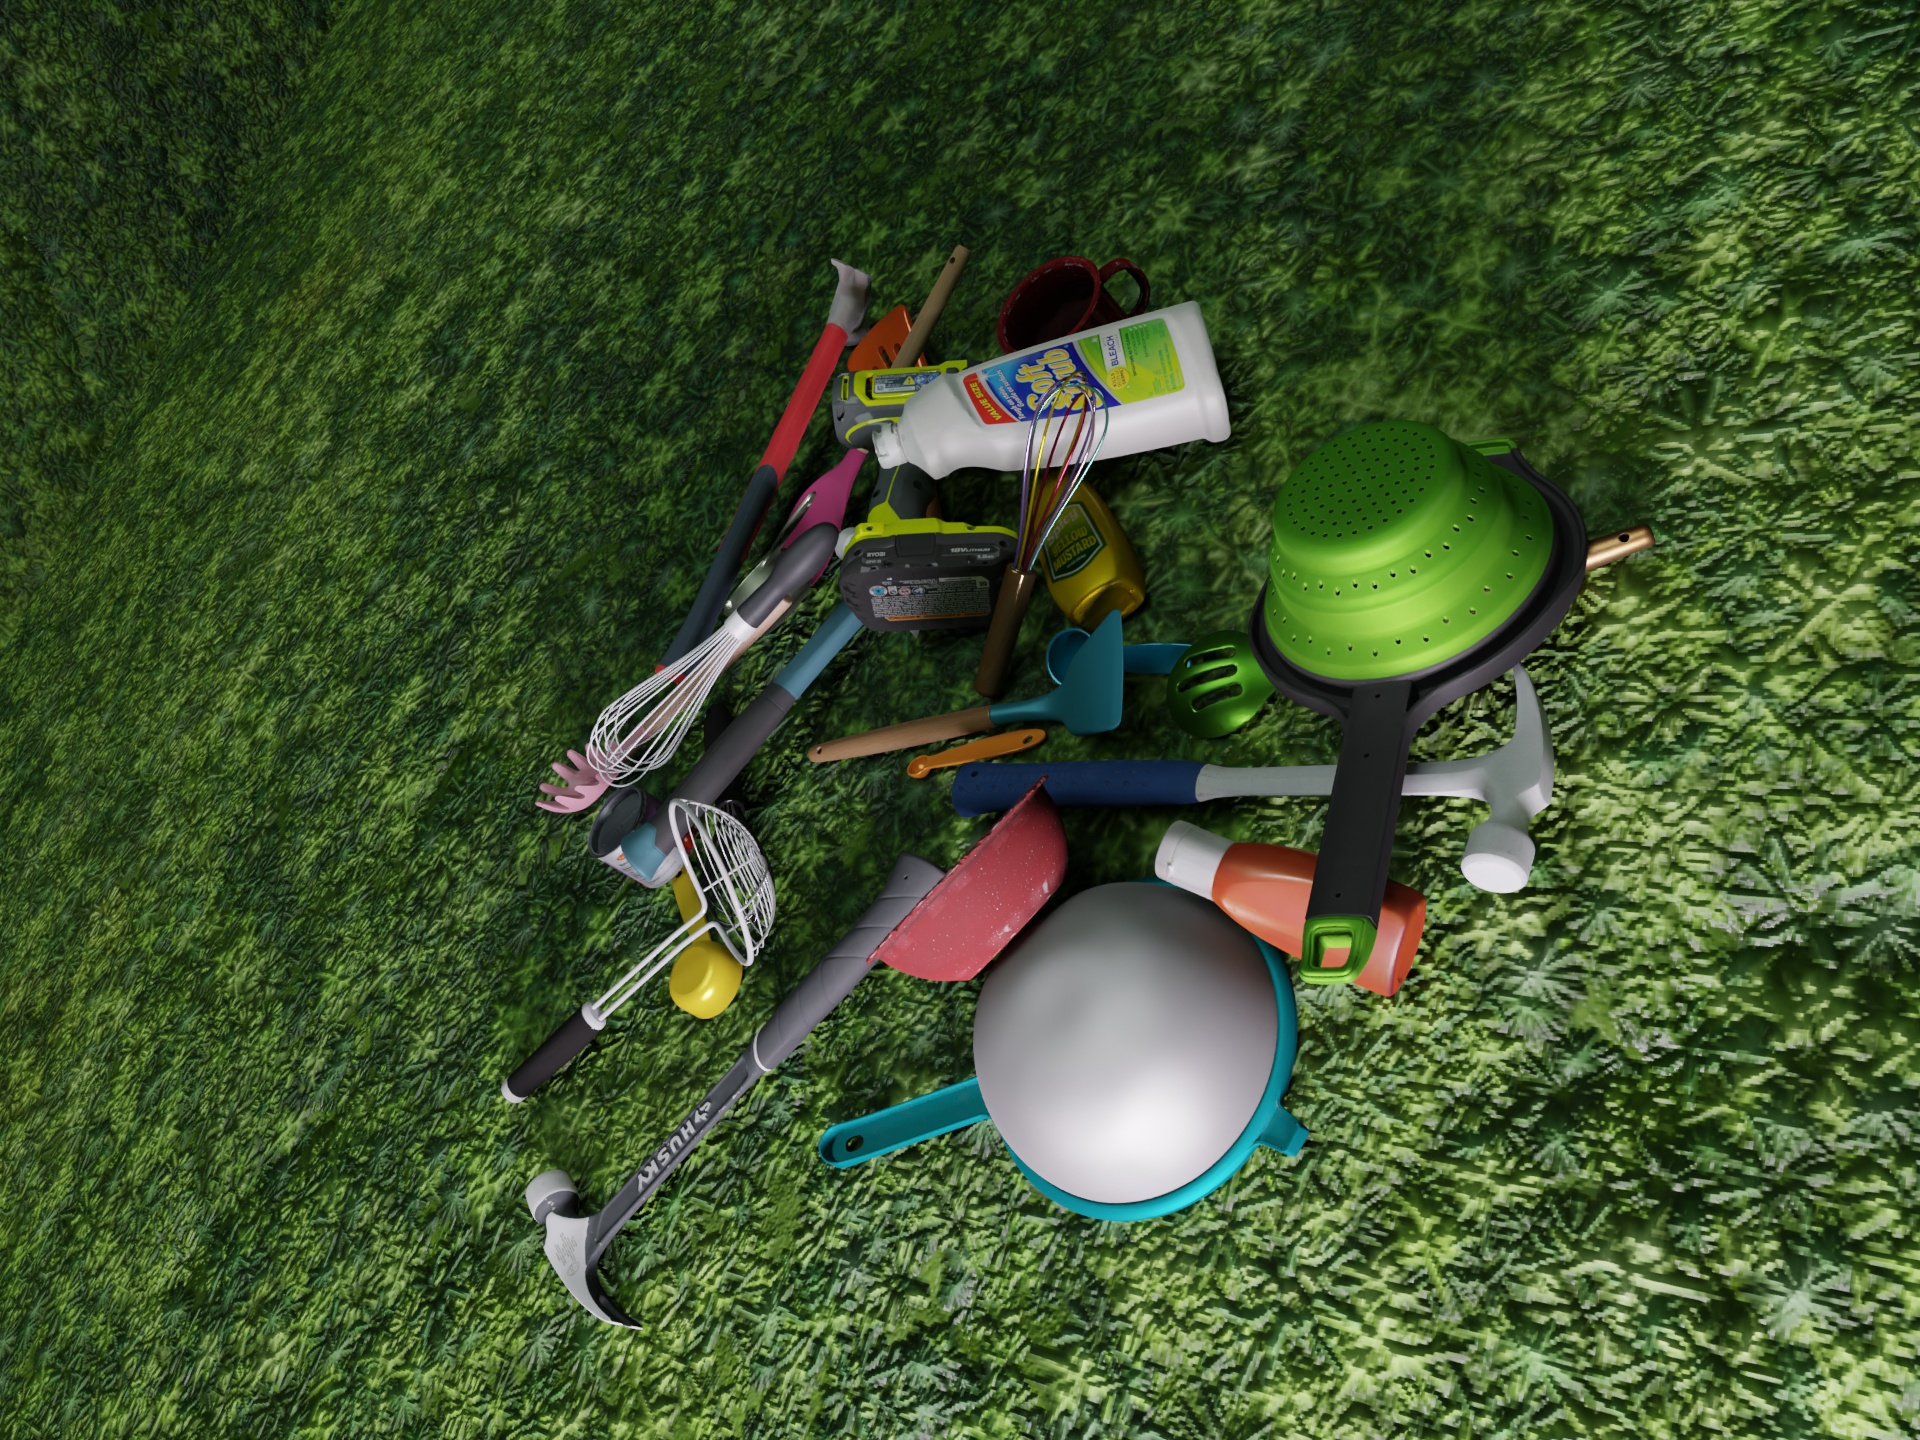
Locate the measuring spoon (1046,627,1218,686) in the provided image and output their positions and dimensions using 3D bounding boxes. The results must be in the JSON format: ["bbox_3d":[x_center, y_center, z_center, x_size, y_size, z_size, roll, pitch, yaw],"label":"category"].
[{"bbox_3d":[0.120,-0.042,1.094,0.129,0.021,0.042,2,90,31],"label":"measuring spoon"}]

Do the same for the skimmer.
[{"bbox_3d":[-0.258,0.190,1.171,0.363,0.090,0.127,-42,68,27],"label":"skimmer"}]

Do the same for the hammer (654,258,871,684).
[{"bbox_3d":[-0.169,-0.210,1.374,0.143,0.038,0.386,122,172,-83],"label":"hammer"}]

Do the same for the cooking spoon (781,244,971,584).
[{"bbox_3d":[-0.072,-0.249,1.329,0.069,0.017,0.319,40,108,38],"label":"cooking spoon"}]

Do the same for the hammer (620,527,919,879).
[{"bbox_3d":[-0.148,-0.013,1.245,0.128,0.033,0.331,27,73,45],"label":"hammer"}]

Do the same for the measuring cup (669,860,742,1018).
[{"bbox_3d":[-0.211,0.161,1.232,0.062,0.029,0.157,-40,46,13],"label":"measuring cup"}]

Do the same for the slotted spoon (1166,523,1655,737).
[{"bbox_3d":[0.262,-0.060,0.975,0.314,0.031,0.070,-20,66,28],"label":"slotted spoon"}]

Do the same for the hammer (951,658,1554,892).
[{"bbox_3d":[0.162,0.034,0.978,0.405,0.035,0.144,-3,49,41],"label":"hammer"}]

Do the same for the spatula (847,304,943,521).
[{"bbox_3d":[-0.038,-0.207,1.304,0.081,0.041,0.323,-39,46,33],"label":"spatula"}]

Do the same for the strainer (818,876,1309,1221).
[{"bbox_3d":[0.030,0.203,0.960,0.340,0.095,0.211,-26,51,24],"label":"strainer"}]

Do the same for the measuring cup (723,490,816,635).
[{"bbox_3d":[-0.138,-0.125,1.286,0.083,0.038,0.167,-45,-2,-39],"label":"measuring cup"}]

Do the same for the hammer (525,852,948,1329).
[{"bbox_3d":[-0.150,0.250,1.124,0.409,0.036,0.149,-48,46,6],"label":"hammer"}]

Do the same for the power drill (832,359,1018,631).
[{"bbox_3d":[-0.014,-0.183,1.222,0.171,0.080,0.223,-3,57,4],"label":"power drill"}]

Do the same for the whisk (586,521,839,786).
[{"bbox_3d":[-0.194,-0.052,1.255,0.284,0.070,0.070,-44,45,15],"label":"whisk"}]

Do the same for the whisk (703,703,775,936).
[{"bbox_3d":[-0.182,0.072,1.255,0.055,0.055,0.239,-35,42,18],"label":"whisk"}]

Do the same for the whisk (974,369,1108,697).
[{"bbox_3d":[0.052,-0.126,1.113,0.047,0.051,0.244,-83,8,-65],"label":"whisk"}]

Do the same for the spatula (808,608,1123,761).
[{"bbox_3d":[-0.002,-0.004,1.140,0.317,0.044,0.082,-13,67,39],"label":"spatula"}]

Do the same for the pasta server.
[{"bbox_3d":[-0.251,-0.013,1.335,0.316,0.040,0.060,-39,31,28],"label":"pasta server"}]

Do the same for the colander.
[{"bbox_3d":[0.226,-0.044,0.886,0.204,0.094,0.397,-7,47,35],"label":"colander"}]

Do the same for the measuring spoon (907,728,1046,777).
[{"bbox_3d":[0.012,0.025,1.145,0.117,0.011,0.021,-15,39,29],"label":"measuring spoon"}]
